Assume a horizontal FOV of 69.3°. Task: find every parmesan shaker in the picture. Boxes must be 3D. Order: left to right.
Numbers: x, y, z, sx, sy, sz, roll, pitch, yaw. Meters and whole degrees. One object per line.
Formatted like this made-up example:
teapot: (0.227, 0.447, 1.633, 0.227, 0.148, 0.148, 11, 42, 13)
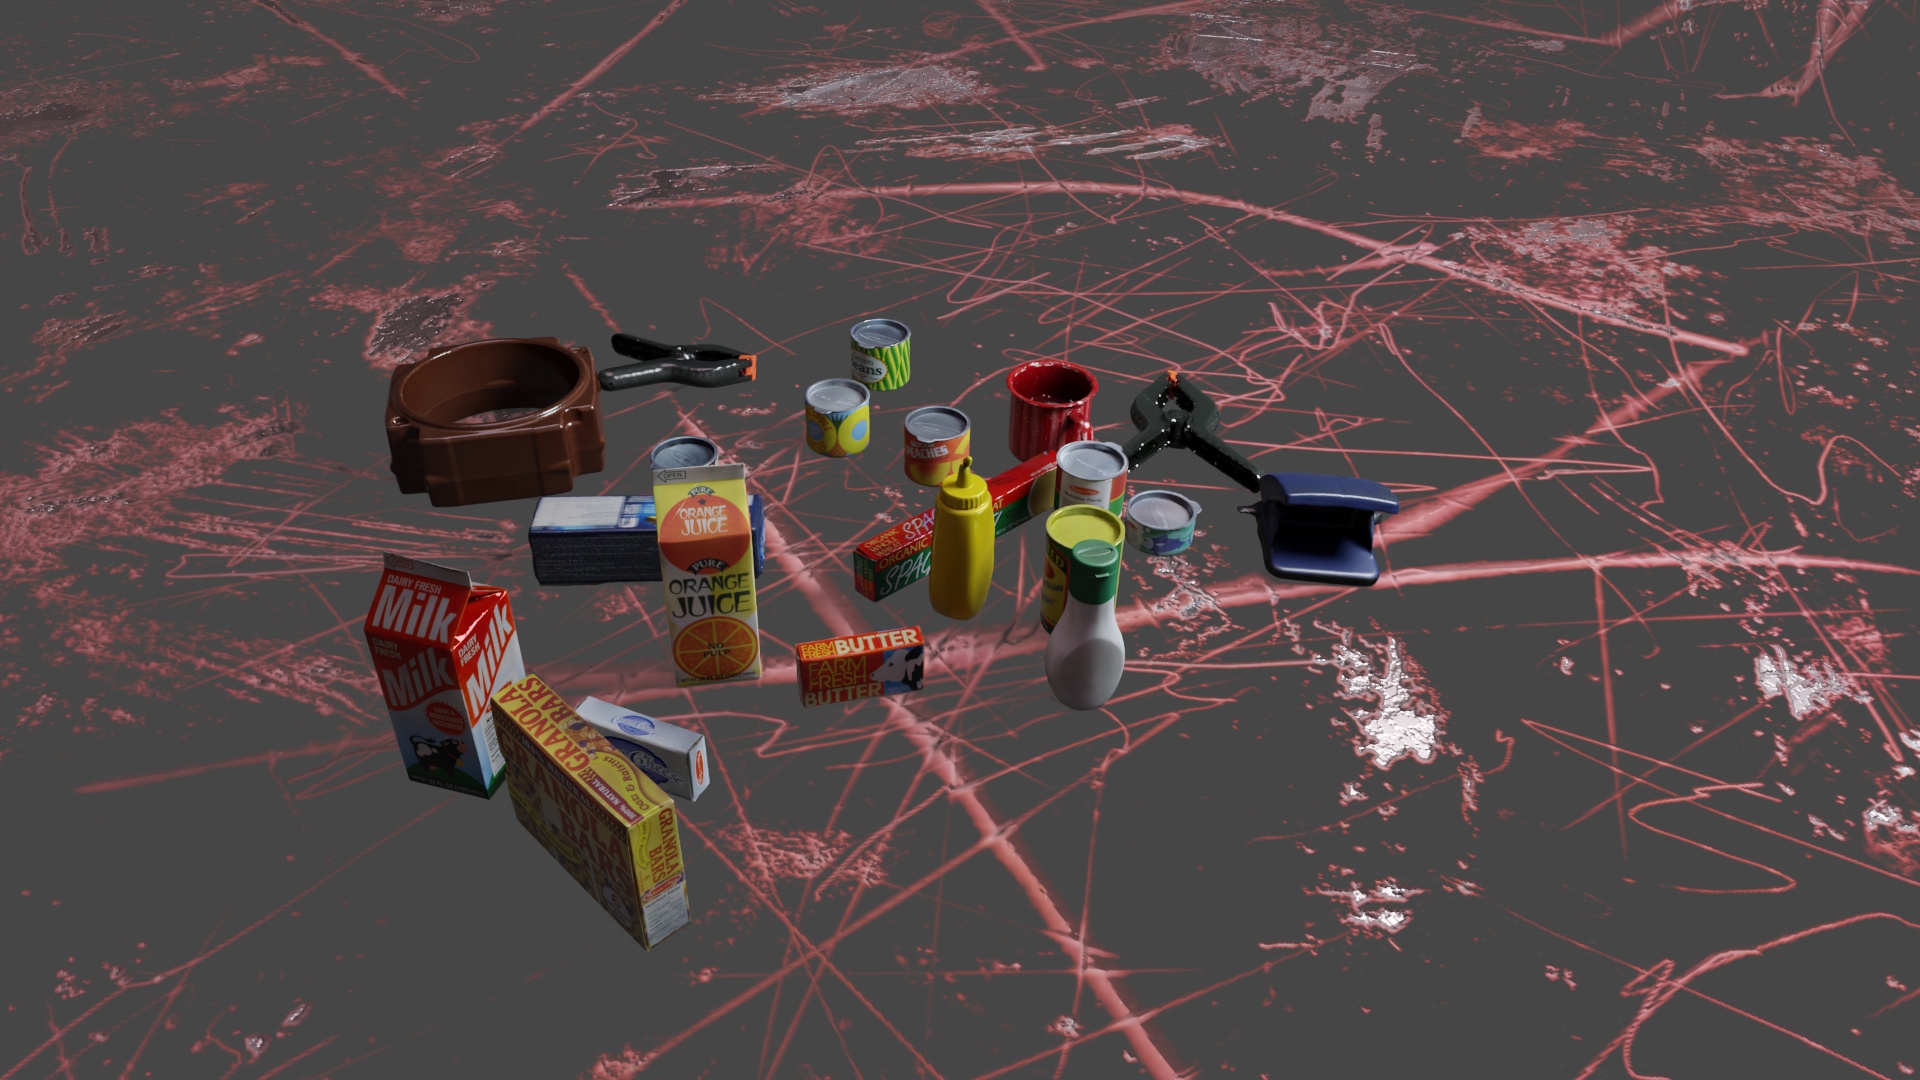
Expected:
parmesan shaker: (0.104, 0.031, 1.189, 0.071, 0.102, 0.072, 1, 36, -1)

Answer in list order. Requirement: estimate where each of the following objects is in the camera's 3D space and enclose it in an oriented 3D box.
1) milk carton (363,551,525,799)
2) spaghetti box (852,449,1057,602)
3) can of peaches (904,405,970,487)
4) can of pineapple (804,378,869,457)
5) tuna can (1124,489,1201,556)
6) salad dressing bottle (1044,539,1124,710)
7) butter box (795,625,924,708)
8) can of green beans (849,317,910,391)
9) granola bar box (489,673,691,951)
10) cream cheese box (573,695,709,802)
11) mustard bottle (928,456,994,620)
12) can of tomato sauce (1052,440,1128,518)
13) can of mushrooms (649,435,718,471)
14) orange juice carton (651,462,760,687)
milk carton: (-0.370, 0.091, 1.009, 0.072, 0.189, 0.074, 11, 37, 13)
spaghetti box: (0.005, -0.016, 1.292, 0.251, 0.049, 0.029, -28, 46, -34)
can of peaches: (-0.025, -0.093, 1.388, 0.071, 0.057, 0.071, 1, 36, -1)
can of pineapple: (-0.128, -0.125, 1.427, 0.071, 0.057, 0.071, 1, 36, -1)
tuna can: (0.192, -0.017, 1.318, 0.071, 0.032, 0.071, 1, 36, -1)
salad dressing bottle: (0.101, 0.067, 1.102, 0.064, 0.146, 0.044, -7, 37, -12)
butter box: (-0.081, 0.102, 1.124, 0.104, 0.052, 0.024, -7, 37, -13)
can of green beans: (-0.089, -0.206, 1.539, 0.071, 0.057, 0.071, 1, 36, -1)
granola bar box: (-0.253, 0.184, 0.945, 0.166, 0.123, 0.039, 31, 45, 34)
cream cheese box: (-0.240, 0.156, 1.042, 0.104, 0.053, 0.024, 15, 38, 17)
mustard bottle: (0.002, -0.008, 1.189, 0.049, 0.159, 0.066, 14, 38, 15)
can of tomato sauce: (0.121, -0.043, 1.307, 0.071, 0.082, 0.071, 1, 36, -1)
can of mushrooms: (-0.273, -0.072, 1.367, 0.071, 0.033, 0.071, 1, 36, -1)
orange juice carton: (-0.202, 0.020, 1.112, 0.072, 0.191, 0.073, -5, 37, -10)
